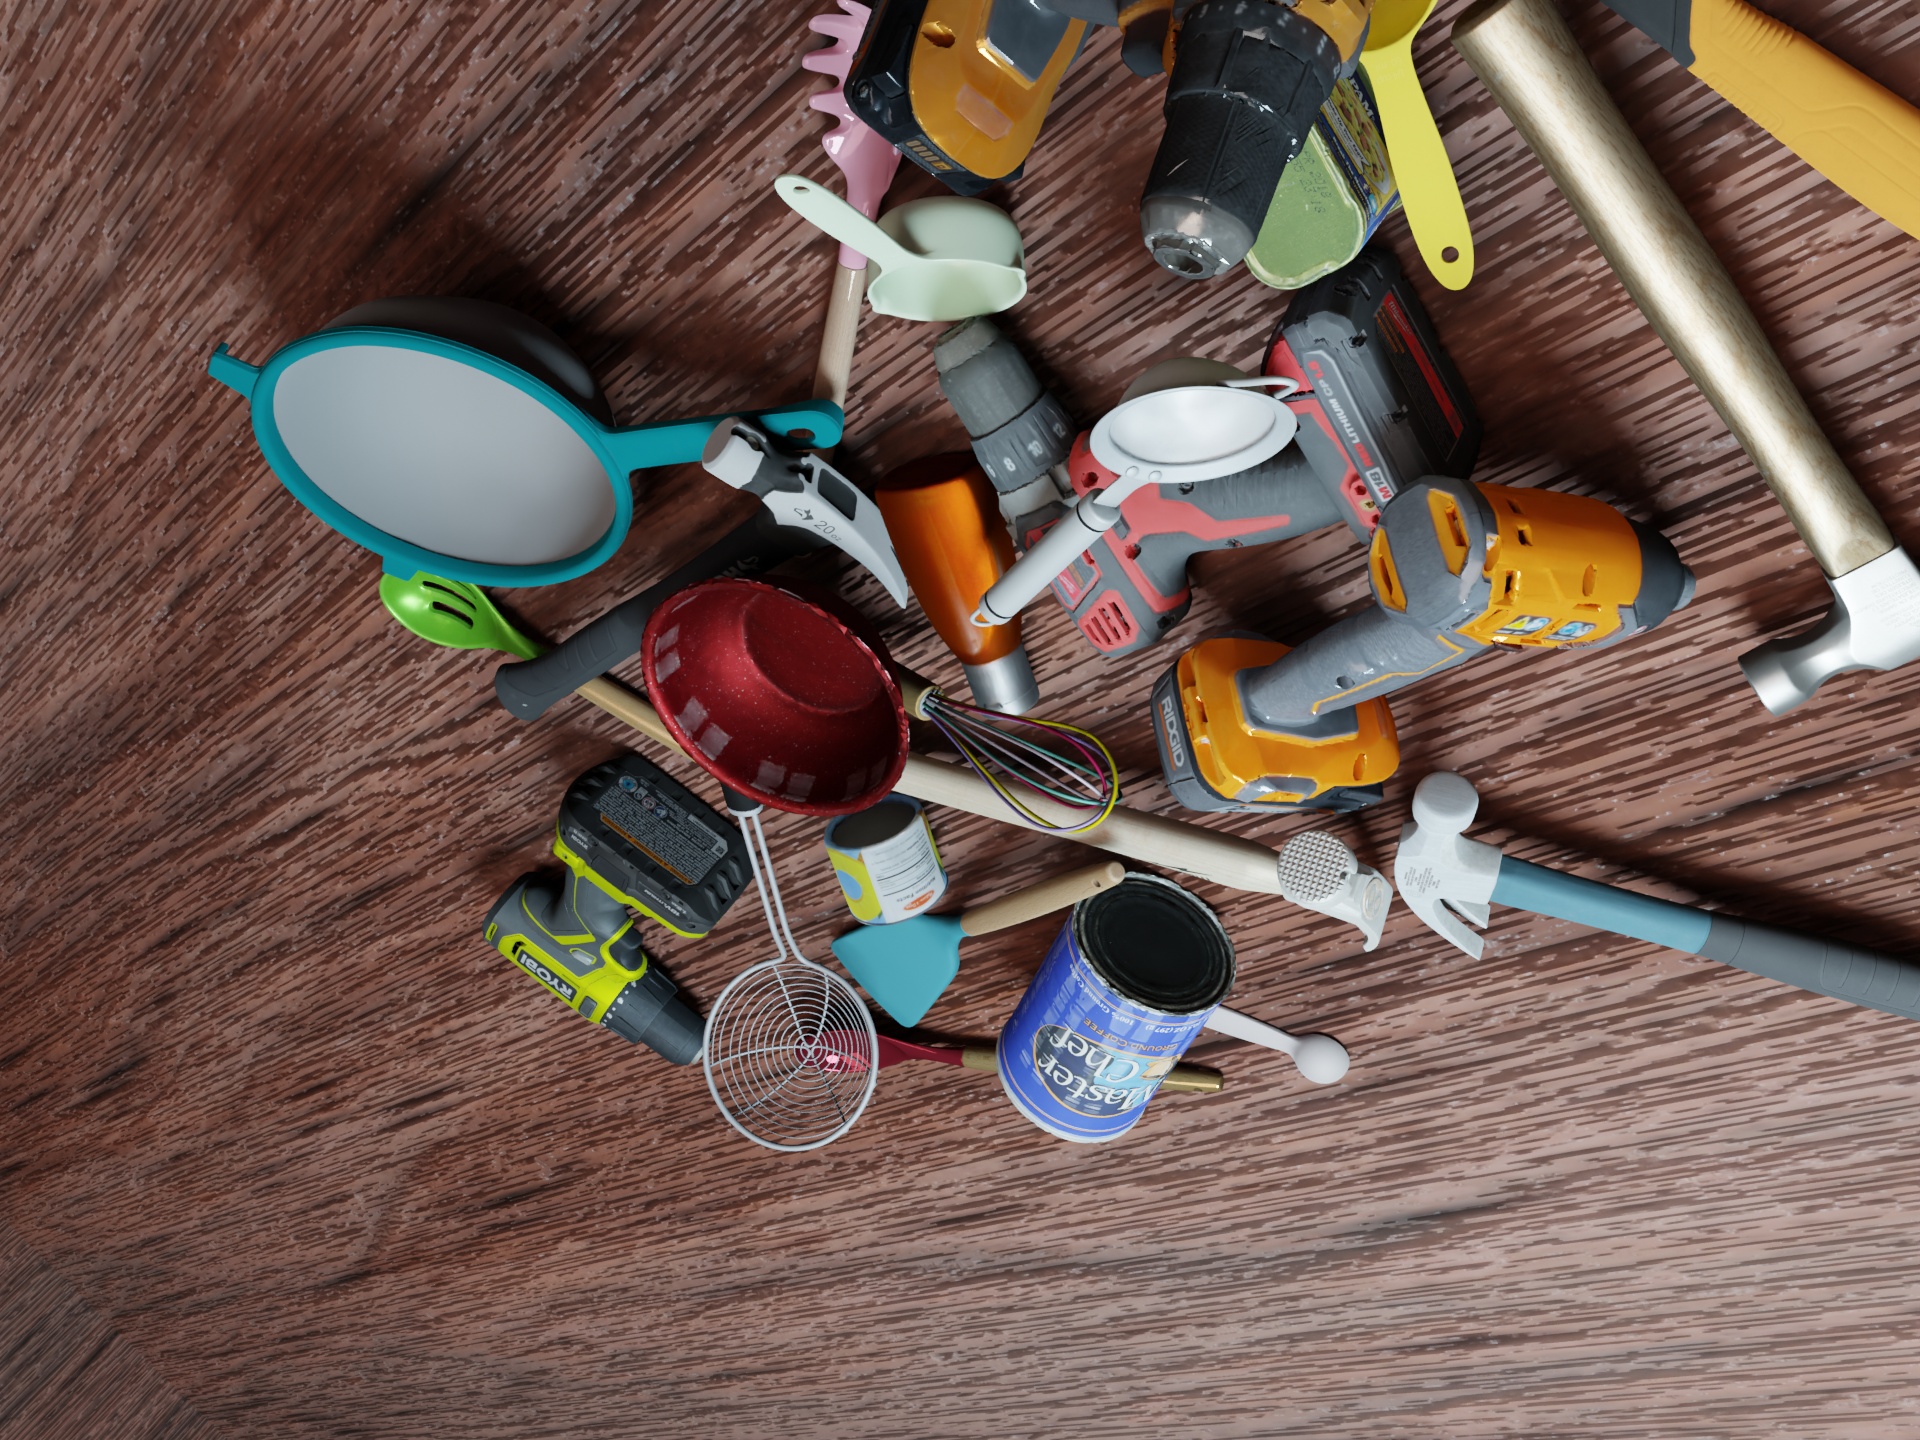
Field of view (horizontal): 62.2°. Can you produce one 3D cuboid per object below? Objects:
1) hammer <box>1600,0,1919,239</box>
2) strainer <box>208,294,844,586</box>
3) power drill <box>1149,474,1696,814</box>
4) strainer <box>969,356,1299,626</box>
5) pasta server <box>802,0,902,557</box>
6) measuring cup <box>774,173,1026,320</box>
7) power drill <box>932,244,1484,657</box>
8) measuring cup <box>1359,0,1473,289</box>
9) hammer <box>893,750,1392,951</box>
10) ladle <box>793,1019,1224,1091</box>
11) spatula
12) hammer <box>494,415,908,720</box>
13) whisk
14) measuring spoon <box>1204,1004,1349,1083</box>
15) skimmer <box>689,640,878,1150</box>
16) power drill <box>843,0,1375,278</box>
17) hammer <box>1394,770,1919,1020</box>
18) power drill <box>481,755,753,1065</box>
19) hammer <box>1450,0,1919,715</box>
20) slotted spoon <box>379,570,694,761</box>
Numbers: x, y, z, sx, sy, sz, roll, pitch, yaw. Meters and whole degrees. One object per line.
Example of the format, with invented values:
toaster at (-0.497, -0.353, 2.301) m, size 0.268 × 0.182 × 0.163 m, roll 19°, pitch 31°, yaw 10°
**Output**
hammer at (0.295, -0.256, 0.590) m, size 0.337 × 0.034 × 0.127 m, roll 37°, pitch 133°, yaw 1°
strainer at (-0.222, -0.178, 0.894) m, size 0.340 × 0.095 × 0.210 m, roll -3°, pitch 146°, yaw 16°
power drill at (0.209, -0.030, 0.725) m, size 0.226 × 0.164 × 0.084 m, roll -41°, pitch 53°, yaw 52°
strainer at (0.066, -0.102, 0.726) m, size 0.086 × 0.050 × 0.258 m, roll 8°, pitch 153°, yaw -27°
pasta server at (-0.065, -0.210, 0.821) m, size 0.060 × 0.040 × 0.316 m, roll 36°, pitch 135°, yaw 21°
measuring cup at (-0.030, -0.226, 0.719) m, size 0.083 × 0.167 × 0.038 m, roll -6°, pitch 80°, yaw 31°
power drill at (0.105, -0.138, 0.751) m, size 0.227 × 0.080 × 0.187 m, roll -19°, pitch 113°, yaw 41°
measuring cup at (0.176, -0.246, 0.625) m, size 0.062 × 0.029 × 0.156 m, roll -9°, pitch 121°, yaw 33°
hammer at (0.044, 0.052, 0.924) m, size 0.411 × 0.038 × 0.146 m, roll 14°, pitch 169°, yaw 29°
ladle at (0.027, 0.233, 1.090) m, size 0.315 × 0.031 × 0.069 m, roll 0°, pitch 147°, yaw 26°
spatula at (0.012, 0.130, 0.982) m, size 0.082 × 0.044 × 0.317 m, roll 48°, pitch 151°, yaw -5°
hammer at (-0.174, -0.064, 0.946) m, size 0.146 × 0.035 × 0.335 m, roll 30°, pitch 142°, yaw -34°
whisk at (0.000, -0.005, 0.877) m, size 0.245 × 0.051 × 0.047 m, roll 31°, pitch 128°, yaw 42°
measuring spoon at (0.179, 0.197, 0.986) m, size 0.124 × 0.018 × 0.034 m, roll 18°, pitch 129°, yaw 18°
skimmer at (-0.132, 0.119, 1.001) m, size 0.127 × 0.090 × 0.363 m, roll 3°, pitch 127°, yaw 16°
power drill at (0.054, -0.252, 0.598) m, size 0.084 × 0.185 × 0.226 m, roll 23°, pitch 174°, yaw -42°
hammer at (0.380, 0.108, 0.783) m, size 0.331 × 0.033 × 0.128 m, roll 15°, pitch 149°, yaw 14°
power drill at (-0.236, 0.147, 1.144) m, size 0.190 × 0.080 × 0.228 m, roll 37°, pitch 135°, yaw 1°
hammer at (0.301, -0.149, 0.626) m, size 0.130 × 0.031 × 0.331 m, roll -33°, pitch 111°, yaw 28°
slotted spoon at (-0.248, -0.022, 1.063) m, size 0.314 × 0.031 × 0.070 m, roll 29°, pitch 132°, yaw 5°
